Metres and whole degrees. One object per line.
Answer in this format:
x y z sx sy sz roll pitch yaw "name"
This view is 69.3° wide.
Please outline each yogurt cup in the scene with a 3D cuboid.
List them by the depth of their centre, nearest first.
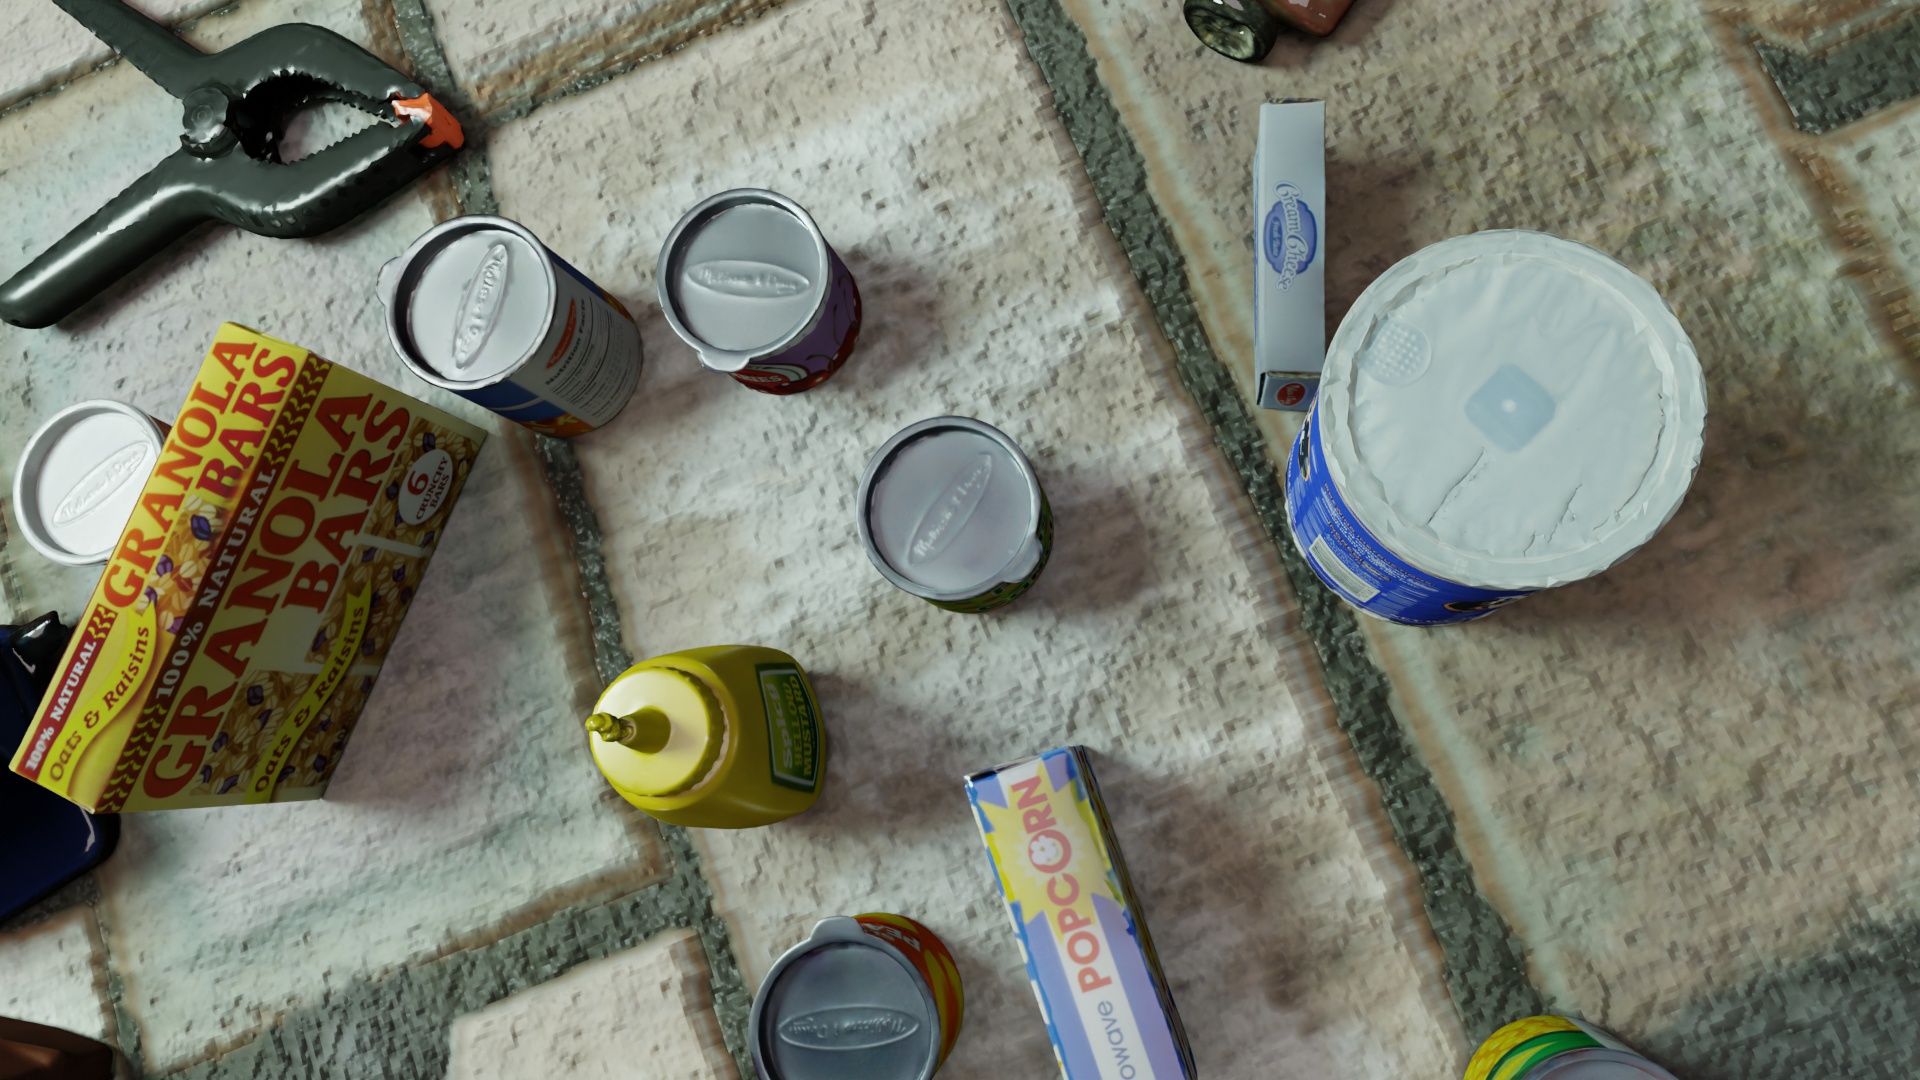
-0.338 -0.020 0.569 0.072 0.054 0.072 -1 81 9 "yogurt cup"

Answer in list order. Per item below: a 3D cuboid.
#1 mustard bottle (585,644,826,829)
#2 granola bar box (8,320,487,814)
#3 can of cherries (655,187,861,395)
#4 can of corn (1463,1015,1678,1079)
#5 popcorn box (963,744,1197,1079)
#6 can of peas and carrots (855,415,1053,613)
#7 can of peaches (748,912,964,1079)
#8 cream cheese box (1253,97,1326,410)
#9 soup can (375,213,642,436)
-0.085 0.065 0.463 0.049 0.160 0.065 -12 80 7 "mustard bottle"
-0.254 0.015 0.515 0.039 0.124 0.165 22 85 11 "granola bar box"
-0.077 -0.092 0.538 0.071 0.058 0.071 -1 81 9 "can of cherries"
0.200 0.195 0.452 0.071 0.058 0.071 -1 81 9 "can of corn"
0.043 0.134 0.471 0.038 0.085 0.127 -20 79 5 "popcorn box"
0.002 -0.006 0.513 0.071 0.058 0.071 -1 81 9 "can of peas and carrots"
-0.035 0.166 0.492 0.071 0.058 0.071 -1 81 9 "can of peaches"
0.121 -0.103 0.513 0.024 0.053 0.104 1 81 9 "cream cheese box"
-0.172 -0.081 0.538 0.071 0.083 0.071 -1 81 9 "soup can"
